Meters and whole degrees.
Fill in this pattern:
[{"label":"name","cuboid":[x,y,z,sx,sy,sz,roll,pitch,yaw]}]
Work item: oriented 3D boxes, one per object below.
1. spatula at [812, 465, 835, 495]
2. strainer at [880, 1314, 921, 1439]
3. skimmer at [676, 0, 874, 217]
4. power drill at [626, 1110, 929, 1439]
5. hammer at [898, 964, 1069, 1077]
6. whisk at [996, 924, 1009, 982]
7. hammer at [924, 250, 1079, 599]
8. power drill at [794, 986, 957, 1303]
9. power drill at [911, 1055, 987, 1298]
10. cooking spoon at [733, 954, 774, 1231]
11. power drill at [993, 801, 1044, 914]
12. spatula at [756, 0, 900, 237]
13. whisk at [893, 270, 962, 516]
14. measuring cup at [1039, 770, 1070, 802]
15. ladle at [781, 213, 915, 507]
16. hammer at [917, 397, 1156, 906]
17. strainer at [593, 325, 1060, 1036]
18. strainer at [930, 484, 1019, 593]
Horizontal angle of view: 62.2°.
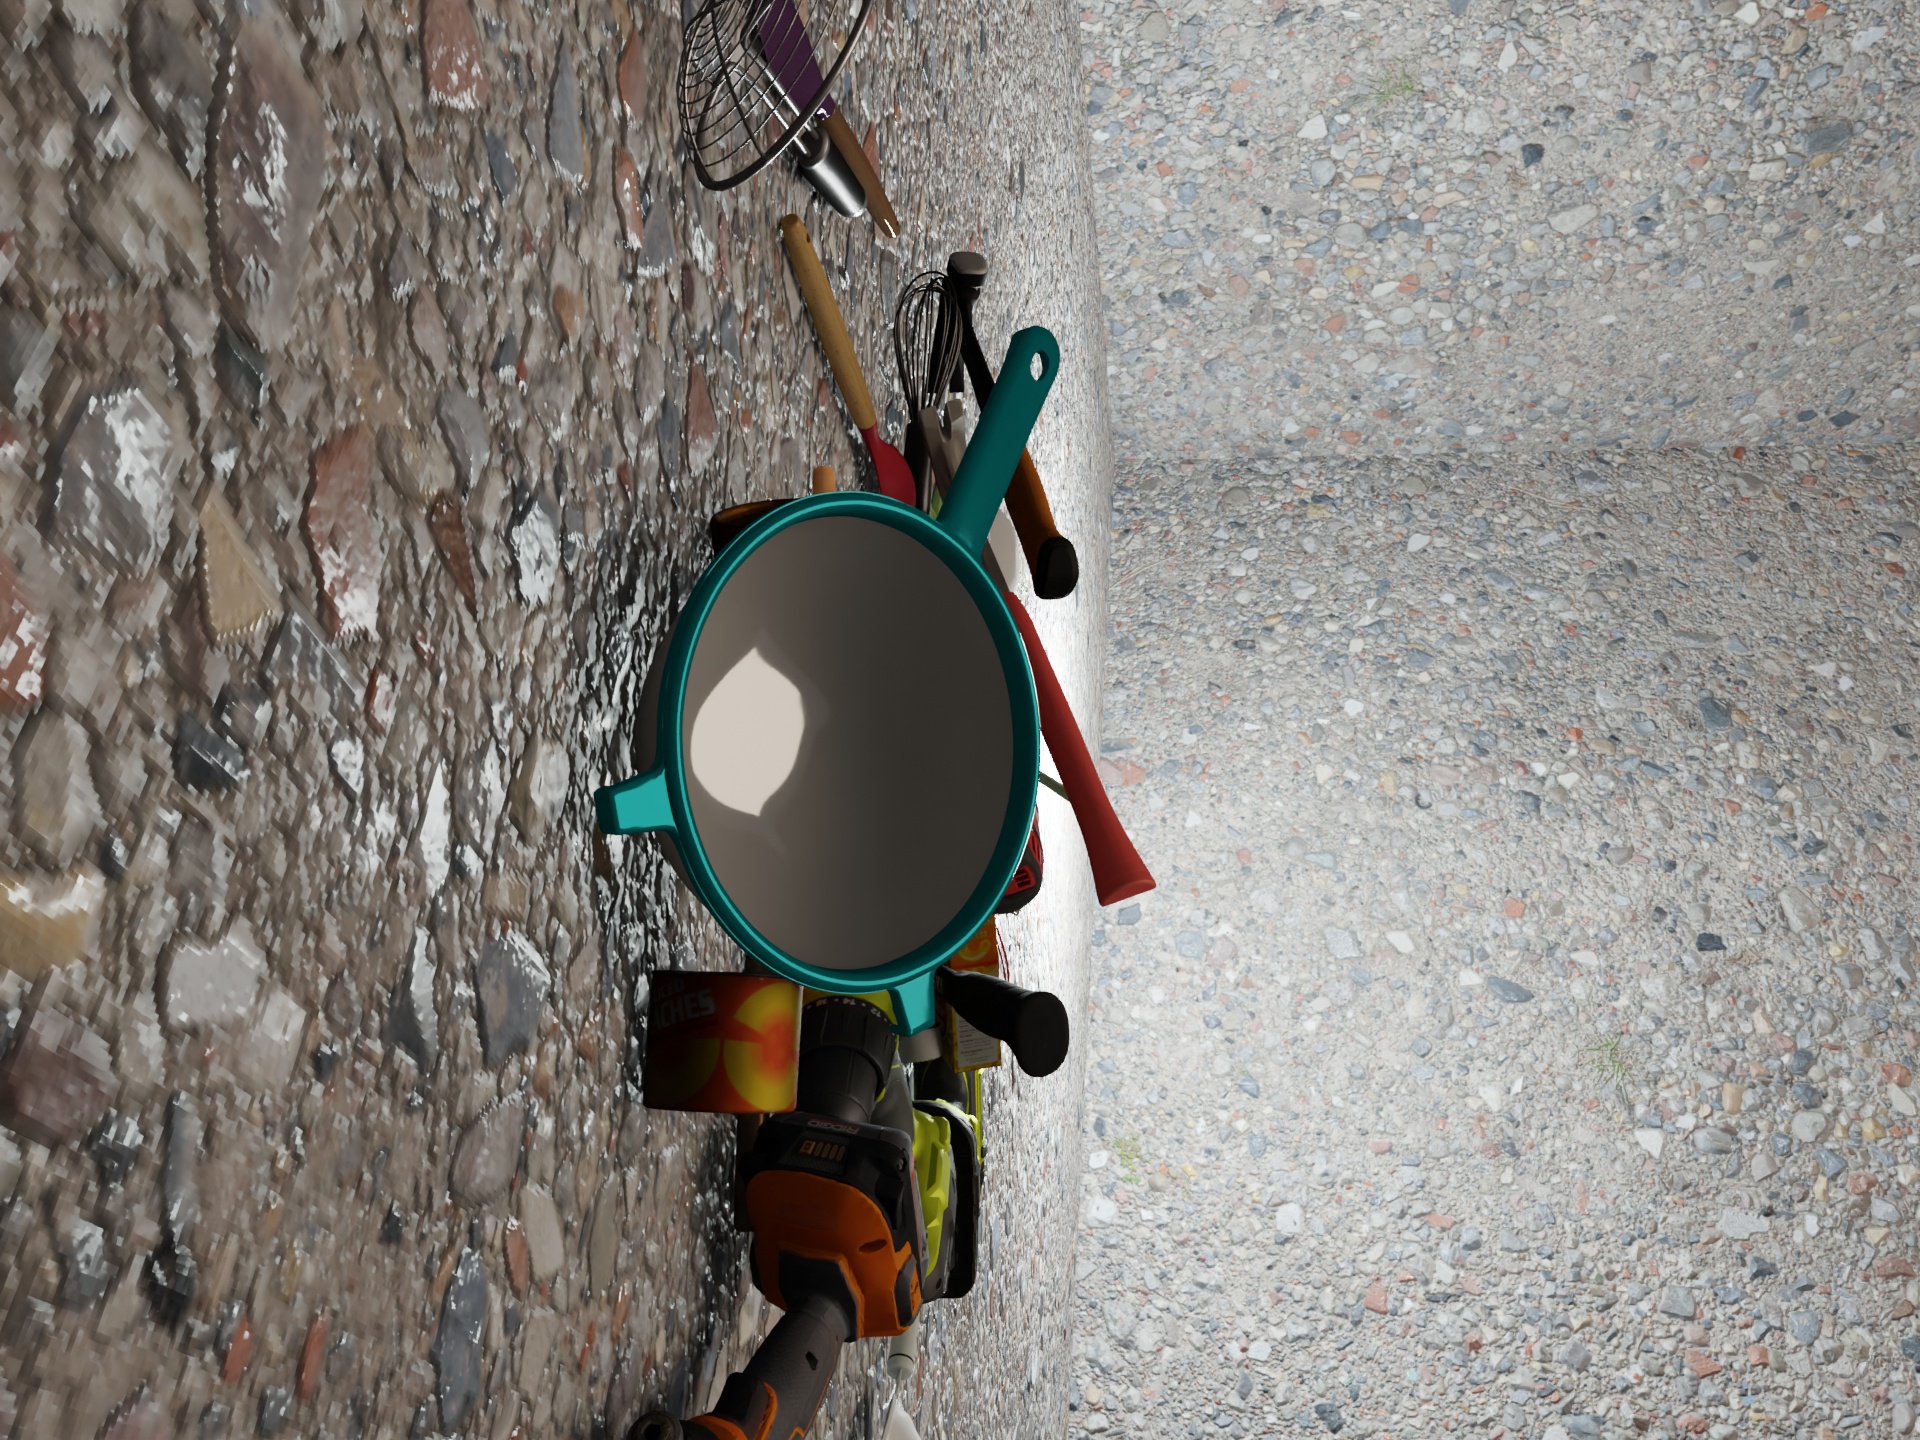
[{"label":"spatula","cuboid":[-0.084,-0.001,0.901,0.081,0.041,0.323,120,-30,-66]},{"label":"strainer","cuboid":[-0.042,0.473,1.146,0.259,0.050,0.086,-81,-177,-58]},{"label":"skimmer","cuboid":[-0.066,-0.300,0.827,0.127,0.090,0.363,-58,176,7]},{"label":"power drill","cuboid":[-0.085,0.286,0.706,0.227,0.084,0.164,-64,154,-50]},{"label":"hammer","cuboid":[0.000,0.163,0.986,0.409,0.036,0.149,161,-77,-78]},{"label":"whisk","cuboid":[0.005,0.143,1.391,0.073,0.073,0.296,77,10,-55]},{"label":"hammer","cuboid":[0.029,-0.206,1.180,0.127,0.034,0.337,103,-21,-45]},{"label":"power drill","cuboid":[-0.055,0.230,0.918,0.191,0.080,0.228,-85,170,-59]},{"label":"power drill","cuboid":[-0.016,0.336,1.192,0.223,0.080,0.171,-21,110,-84]},{"label":"cooking spoon","cuboid":[-0.102,0.100,0.829,0.068,0.017,0.319,62,30,-78]},{"label":"power drill","cuboid":[-0.002,-0.003,1.075,0.188,0.080,0.226,-92,163,-62]},{"label":"spatula","cuboid":[-0.077,-0.362,0.976,0.316,0.018,0.060,26,66,-78]},{"label":"whisk","cuboid":[-0.032,-0.218,1.190,0.055,0.055,0.239,27,68,-80]},{"label":"measuring cup","cuboid":[0.043,0.051,1.322,0.038,0.167,0.083,-61,-172,-21]},{"label":"ladle","cuboid":[-0.068,-0.210,1.021,0.315,0.031,0.069,69,24,-62]},{"label":"hammer","cuboid":[0.046,-0.042,1.047,0.149,0.036,0.359,75,-5,-58]},{"label":"strainer","cuboid":[-0.045,-0.043,0.726,0.210,0.095,0.340,42,59,-35]},{"label":"strainer","cuboid":[0.010,-0.149,1.357,0.256,0.069,0.151,45,46,-79]}]
